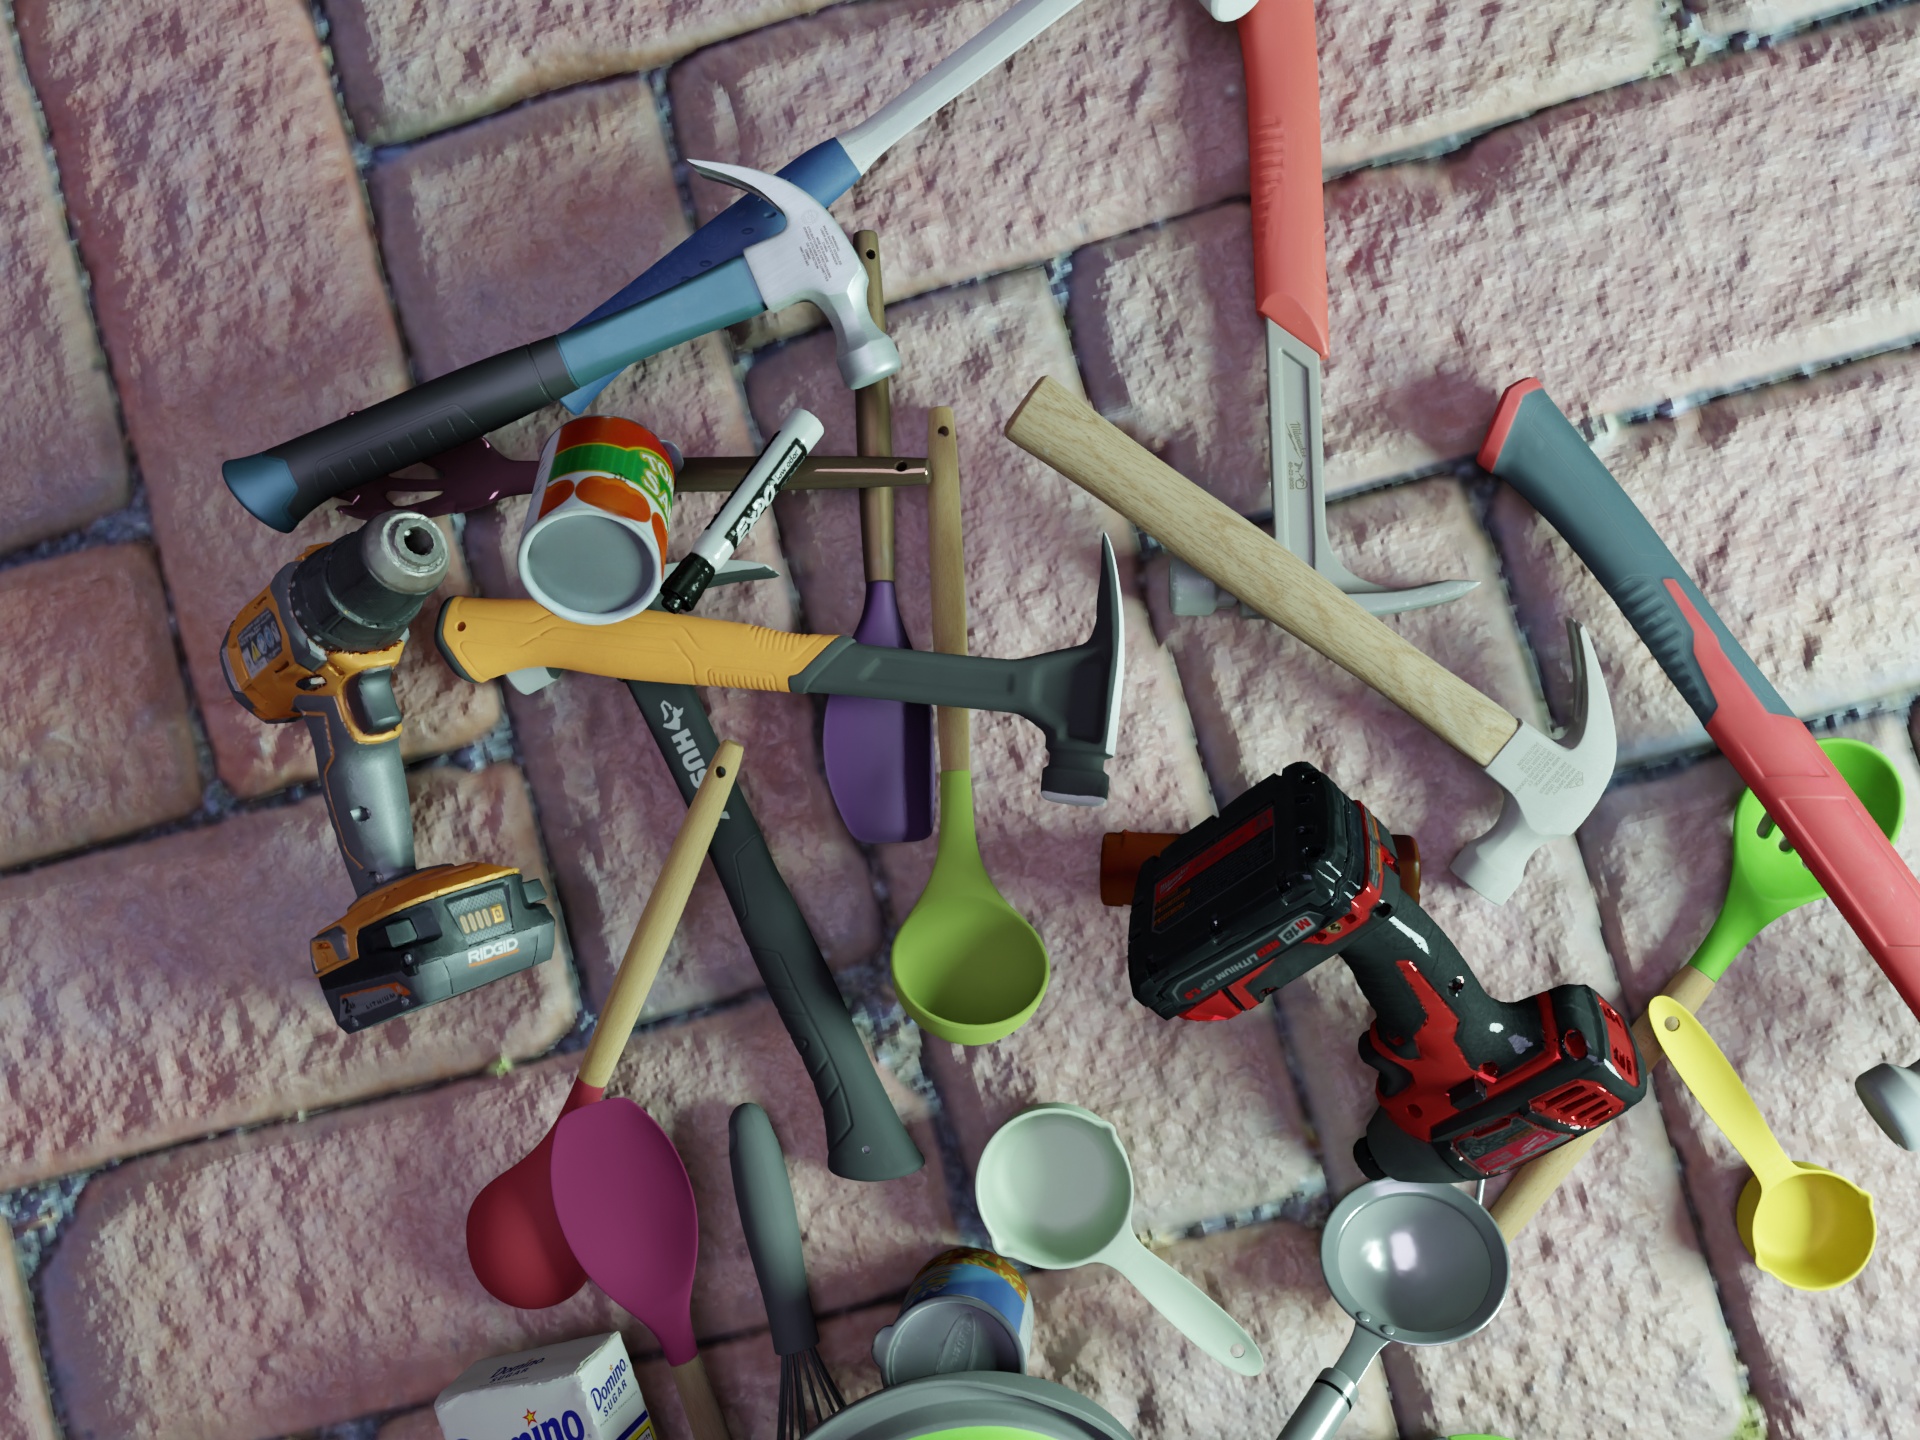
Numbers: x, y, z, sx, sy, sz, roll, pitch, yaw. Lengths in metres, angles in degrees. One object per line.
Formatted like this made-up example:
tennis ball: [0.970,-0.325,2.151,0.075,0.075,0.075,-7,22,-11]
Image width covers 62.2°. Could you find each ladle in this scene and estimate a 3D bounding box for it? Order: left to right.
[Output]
ladle: [-0.171,0.155,0.785,0.069,0.031,0.315,23,96,2]
ladle: [-0.001,-0.003,0.787,0.078,0.062,0.320,-1,84,-11]

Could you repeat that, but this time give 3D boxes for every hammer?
hammer: [-0.204,-0.169,0.780,0.331,0.033,0.128,-22,96,4]
hammer: [-0.101,0.076,0.802,0.146,0.035,0.335,-26,85,4]
hammer: [-0.090,-0.037,0.768,0.337,0.034,0.127,5,83,8]
hammer: [-0.051,-0.297,0.808,0.405,0.035,0.144,-36,69,5]
hammer: [0.165,-0.057,0.754,0.331,0.031,0.130,36,102,-1]
hammer: [0.174,-0.230,0.793,0.149,0.036,0.359,-2,87,5]
hammer: [0.379,-0.008,0.735,0.143,0.038,0.386,-33,77,8]

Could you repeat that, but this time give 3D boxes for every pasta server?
pasta server: [-0.172,-0.127,0.806,0.316,0.040,0.060,1,79,10]

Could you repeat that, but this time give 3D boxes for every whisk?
whisk: [-0.081,0.307,0.782,0.055,0.055,0.239,-15,82,4]

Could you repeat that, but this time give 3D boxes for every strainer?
strainer: [0.171,0.295,0.714,0.087,0.050,0.258,22,47,34]

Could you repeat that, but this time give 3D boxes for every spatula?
spatula: [-0.044,-0.096,0.811,0.059,0.018,0.316,0,85,-22]

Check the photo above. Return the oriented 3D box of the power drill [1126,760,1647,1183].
power drill: [0.184,0.130,0.713,0.219,0.079,0.143,38,124,-18]

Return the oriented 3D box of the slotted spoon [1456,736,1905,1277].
slotted spoon: [0.337,0.140,0.763,0.070,0.031,0.314,37,92,6]

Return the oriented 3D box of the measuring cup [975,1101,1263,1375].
measuring cup: [0.080,0.254,0.775,0.167,0.038,0.083,41,91,4]

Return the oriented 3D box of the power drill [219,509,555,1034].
power drill: [-0.271,0.021,0.760,0.185,0.084,0.226,-24,84,44]

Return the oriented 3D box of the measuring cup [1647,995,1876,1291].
measuring cup: [0.369,0.195,0.751,0.062,0.029,0.156,-33,87,2]

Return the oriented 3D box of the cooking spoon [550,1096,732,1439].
cooking spoon: [-0.127,0.336,0.778,0.069,0.017,0.319,-19,93,5]

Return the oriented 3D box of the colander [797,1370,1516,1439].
colander: [0.082,0.384,0.692,0.397,0.095,0.204,-5,107,-11]
